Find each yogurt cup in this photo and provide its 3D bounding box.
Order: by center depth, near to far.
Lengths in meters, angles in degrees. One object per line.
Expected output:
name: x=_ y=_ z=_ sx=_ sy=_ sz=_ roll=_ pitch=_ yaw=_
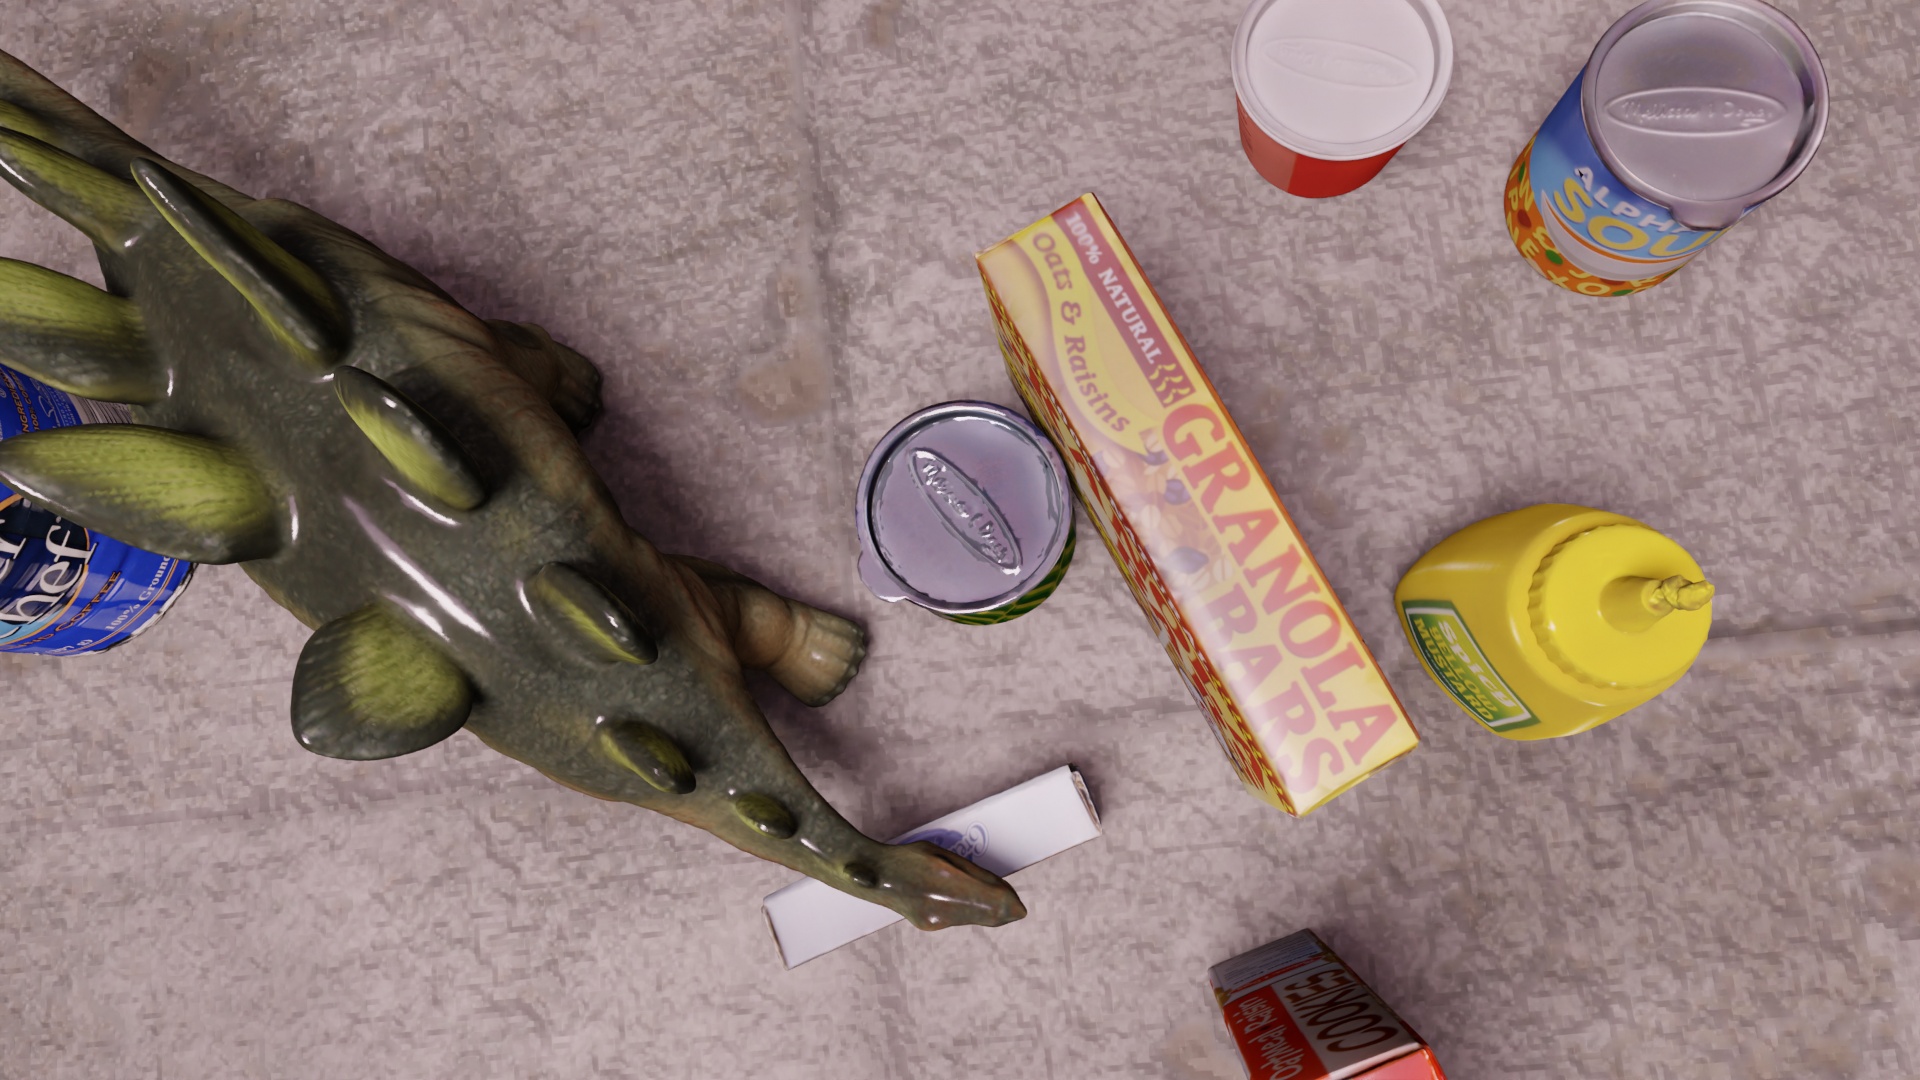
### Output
yogurt cup: x=0.122 y=-0.148 z=0.458 sx=0.072 sy=0.054 sz=0.072 roll=-1 pitch=82 yaw=6

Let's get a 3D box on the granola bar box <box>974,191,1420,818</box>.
granola bar box: x=0.064 y=-0.005 z=0.407 sx=0.039 sy=0.124 sz=0.165 roll=-29 pitch=80 yaw=2

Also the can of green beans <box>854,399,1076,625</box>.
can of green beans: x=0.004 y=-0.007 z=0.447 sx=0.071 sy=0.058 sz=0.071 roll=-1 pitch=82 yaw=6

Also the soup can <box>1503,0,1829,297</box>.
soup can: x=0.212 y=-0.115 z=0.428 sx=0.071 sy=0.083 sz=0.071 roll=-1 pitch=82 yaw=6

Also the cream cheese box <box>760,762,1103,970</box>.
cream cheese box: x=-0.006 y=0.100 z=0.435 sx=0.104 sy=0.053 sz=0.024 roll=-24 pitch=80 yaw=2

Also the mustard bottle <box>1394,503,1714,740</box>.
mustard bottle: x=0.161 y=0.020 z=0.375 sx=0.049 sy=0.160 sz=0.065 roll=-35 pitch=80 yaw=1

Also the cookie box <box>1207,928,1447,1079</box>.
cookie box: x=0.111 y=0.175 z=0.353 sx=0.040 sy=0.167 sz=0.123 roll=-23 pitch=80 yaw=3
